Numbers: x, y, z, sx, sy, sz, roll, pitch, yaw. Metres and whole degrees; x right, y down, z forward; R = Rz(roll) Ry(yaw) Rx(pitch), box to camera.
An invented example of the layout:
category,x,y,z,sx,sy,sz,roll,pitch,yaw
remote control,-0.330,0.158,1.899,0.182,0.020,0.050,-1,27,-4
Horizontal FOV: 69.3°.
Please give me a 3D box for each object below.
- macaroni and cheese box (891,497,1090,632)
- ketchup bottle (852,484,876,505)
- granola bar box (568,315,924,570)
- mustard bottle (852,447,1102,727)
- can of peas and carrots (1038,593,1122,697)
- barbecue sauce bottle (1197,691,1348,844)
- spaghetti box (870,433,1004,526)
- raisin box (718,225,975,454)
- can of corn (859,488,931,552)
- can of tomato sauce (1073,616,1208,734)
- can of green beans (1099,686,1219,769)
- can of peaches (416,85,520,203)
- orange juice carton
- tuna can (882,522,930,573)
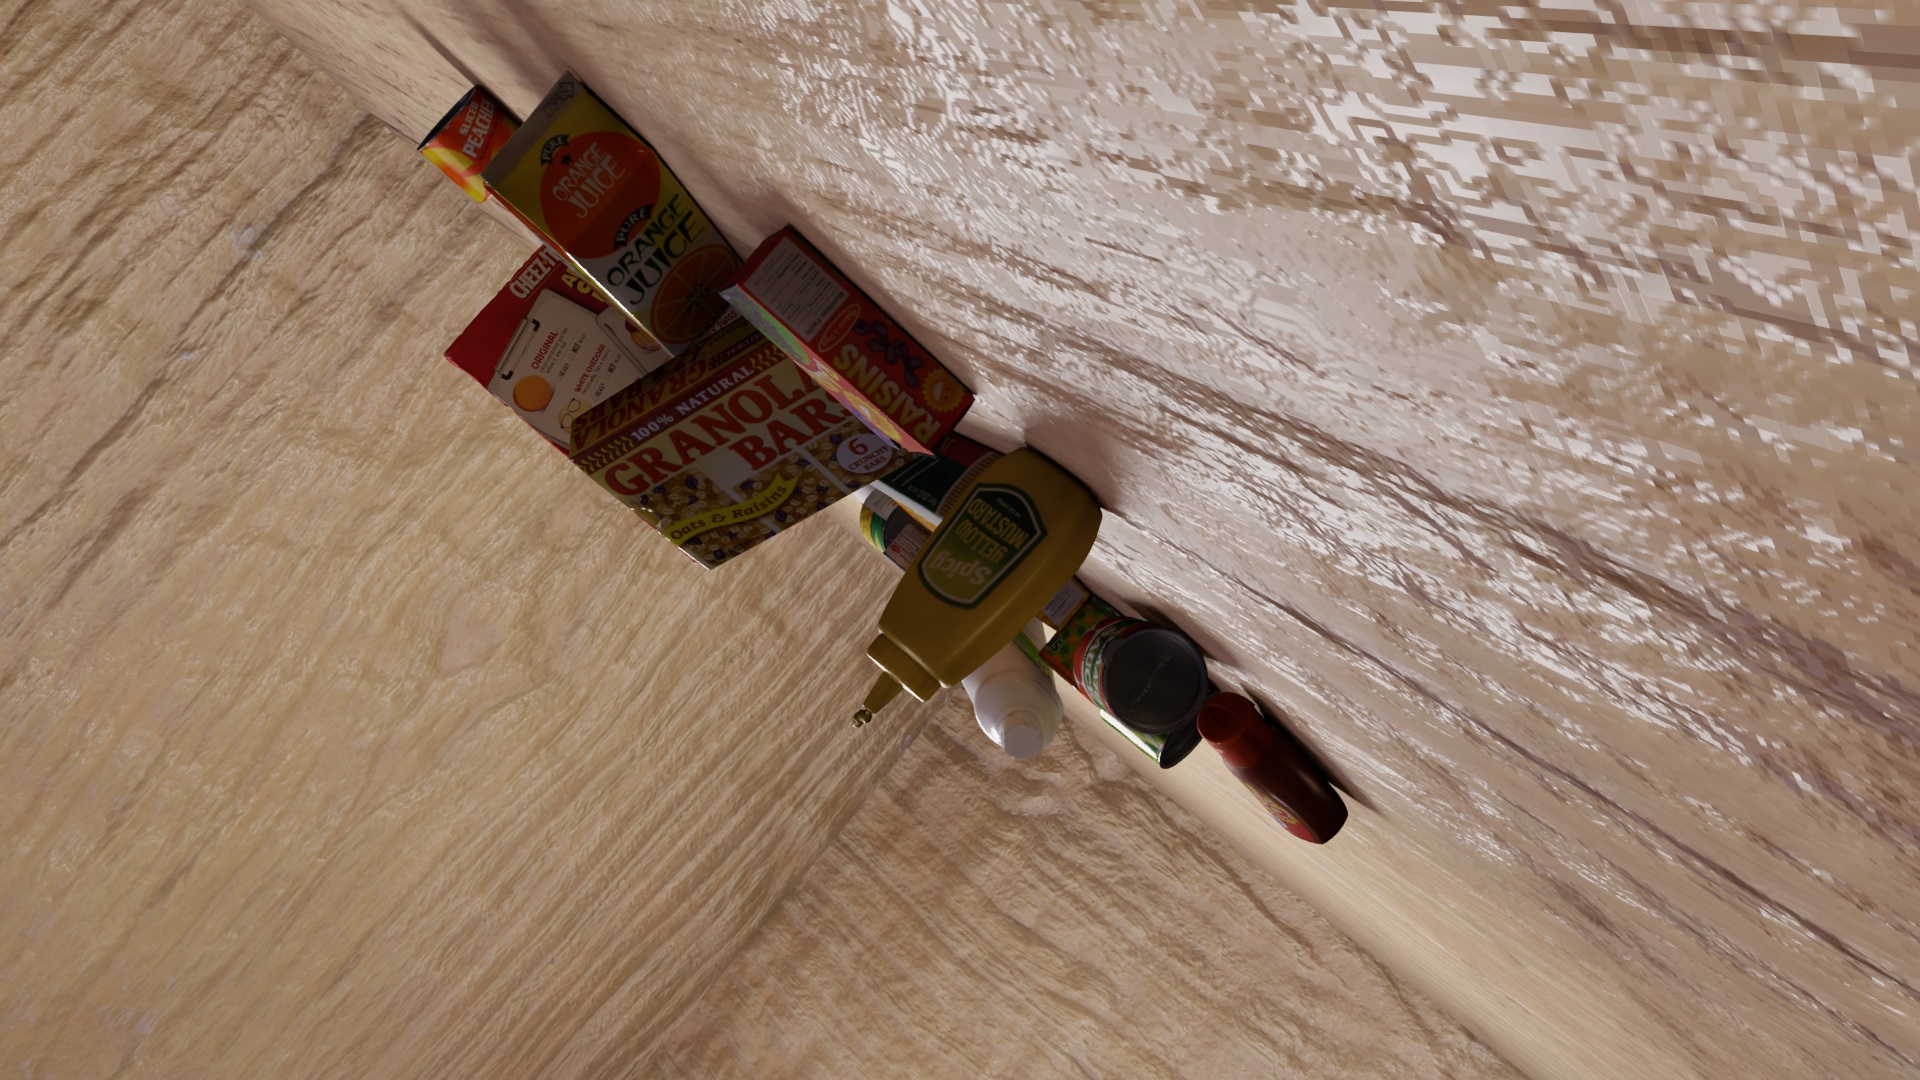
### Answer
category,x,y,z,sx,sy,sz,roll,pitch,yaw
macaroni and cheese box,0.004,-0.012,0.992,0.166,0.040,0.124,43,174,-38
ketchup bottle,-0.060,-0.030,1.317,0.065,0.043,0.148,35,173,48
granola bar box,-0.122,-0.060,0.805,0.124,0.165,0.039,45,-154,-41
mustard bottle,0.001,0.030,0.679,0.065,0.160,0.048,35,172,31
can of peas and carrots,0.098,0.080,1.010,0.071,0.059,0.071,40,175,5
barbecue sauce bottle,0.202,0.147,0.913,0.065,0.044,0.148,36,174,47
spaghetti box,-0.021,-0.043,0.840,0.028,0.050,0.250,45,174,-27
raisin box,-0.058,-0.097,0.691,0.123,0.040,0.086,41,174,-17
can of corn,-0.049,-0.012,1.233,0.071,0.071,0.058,43,175,-31
can of tomato sauce,0.110,0.083,0.880,0.071,0.071,0.083,41,176,-7
can of green beans,0.140,0.117,0.975,0.058,0.071,0.071,38,175,29
can of peaches,-0.362,-0.297,1.043,0.058,0.071,0.071,43,174,-30
orange juice carton,-0.196,-0.182,0.782,0.073,0.072,0.192,38,175,21
tuna can,-0.023,0.020,1.049,0.071,0.033,0.071,41,177,3
